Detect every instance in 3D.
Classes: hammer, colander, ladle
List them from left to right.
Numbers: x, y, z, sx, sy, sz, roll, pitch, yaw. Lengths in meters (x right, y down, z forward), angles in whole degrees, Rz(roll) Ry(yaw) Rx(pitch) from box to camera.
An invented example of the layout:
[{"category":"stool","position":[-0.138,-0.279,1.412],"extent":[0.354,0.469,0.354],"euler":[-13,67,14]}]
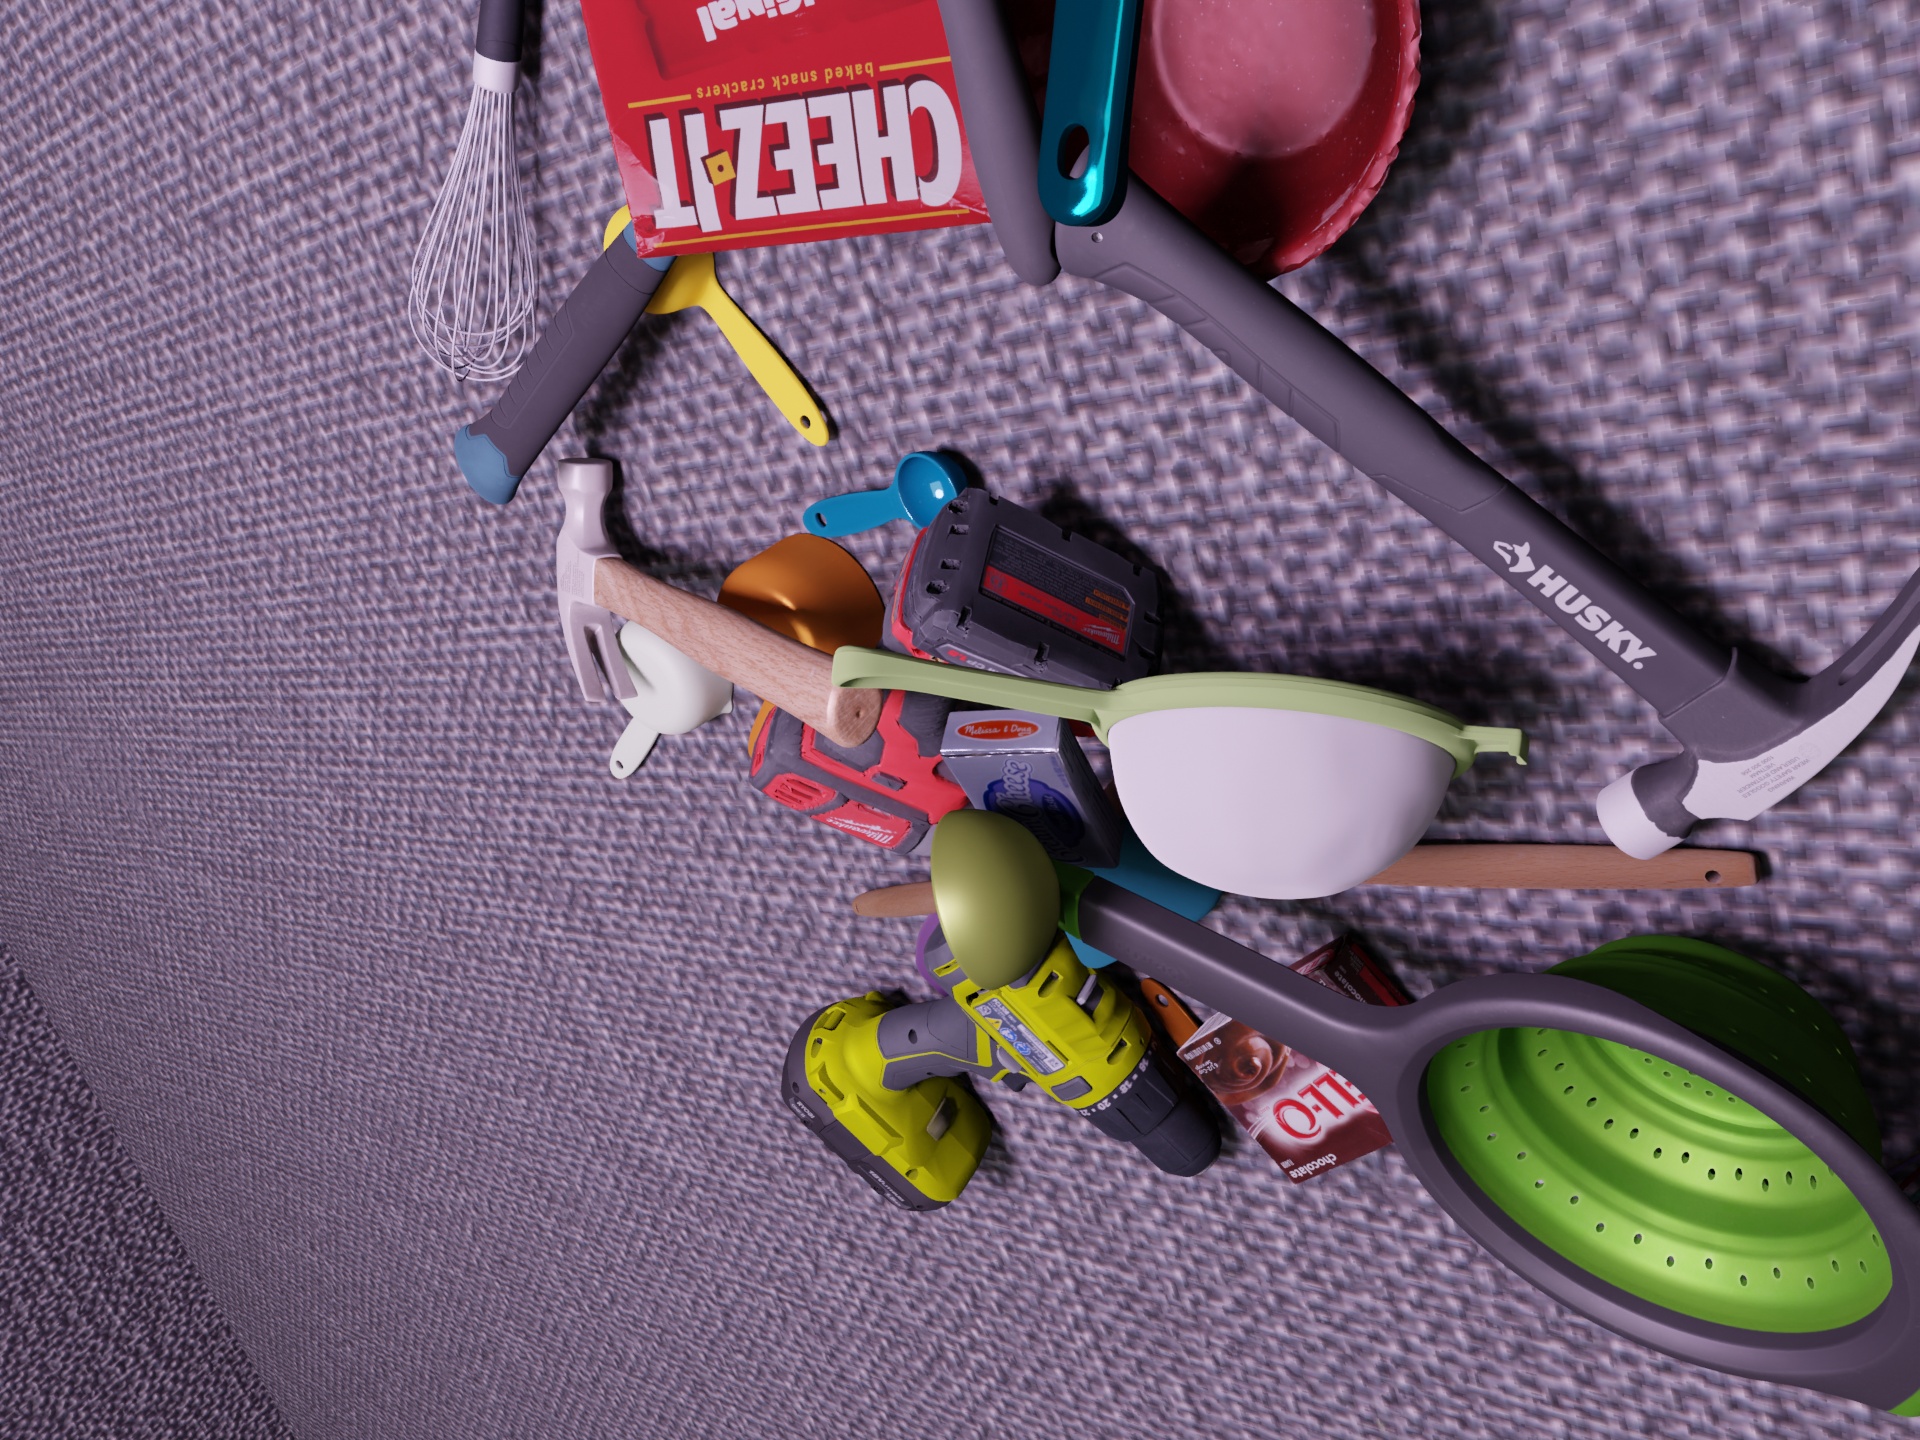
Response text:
[{"category":"hammer","position":[-0.158,-0.218,0.762],"extent":[0.128,0.033,0.331],"euler":[47,127,-4]},{"category":"hammer","position":[-0.135,-0.045,0.800],"extent":[0.332,0.031,0.130],"euler":[26,117,52]},{"category":"ladle","position":[-0.024,0.091,0.794],"extent":[0.320,0.062,0.078],"euler":[155,101,-71]},{"category":"hammer","position":[0.171,-0.088,0.555],"extent":[0.334,0.035,0.146],"euler":[38,139,-3]},{"category":"colander","position":[0.210,0.121,0.654],"extent":[0.397,0.094,0.204],"euler":[25,144,28]}]

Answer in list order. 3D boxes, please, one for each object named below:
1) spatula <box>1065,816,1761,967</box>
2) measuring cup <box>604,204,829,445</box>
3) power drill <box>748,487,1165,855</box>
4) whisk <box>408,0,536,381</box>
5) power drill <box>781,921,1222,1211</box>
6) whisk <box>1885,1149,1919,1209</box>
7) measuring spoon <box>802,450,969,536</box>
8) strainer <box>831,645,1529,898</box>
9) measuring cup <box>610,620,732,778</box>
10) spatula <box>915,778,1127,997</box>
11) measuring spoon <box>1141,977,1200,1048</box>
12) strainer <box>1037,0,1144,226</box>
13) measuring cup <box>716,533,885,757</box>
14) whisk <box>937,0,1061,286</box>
[{"category":"spatula","position":[0.177,0.071,0.698],"extent":[0.317,0.044,0.082],"euler":[-5,114,41]},{"category":"measuring cup","position":[-0.122,-0.194,0.790],"extent":[0.156,0.029,0.062],"euler":[51,137,6]},{"category":"power drill","position":[-0.001,-0.002,0.761],"extent":[0.143,0.079,0.219],"euler":[25,143,-15]},{"category":"whisk","position":[-0.237,-0.299,0.809],"extent":[0.070,0.070,0.284],"euler":[35,129,18]},{"category":"power drill","position":[0.019,0.201,0.893],"extent":[0.190,0.080,0.228],"euler":[46,136,-9]},{"category":"whisk","position":[0.381,0.155,0.579],"extent":[0.051,0.047,0.244],"euler":[8,126,-11]},{"category":"measuring spoon","position":[-0.036,-0.109,0.789],"extent":[0.129,0.021,0.042],"euler":[-3,114,52]},{"category":"strainer","position":[0.073,0.024,0.609],"extent":[0.151,0.256,0.069],"euler":[148,131,-70]},{"category":"measuring cup","position":[-0.196,-0.003,0.972],"extent":[0.083,0.038,0.167],"euler":[47,135,6]},{"category":"spatula","position":[0.049,0.073,0.828],"extent":[0.060,0.018,0.315],"euler":[42,137,4]},{"category":"measuring spoon","position":[0.135,0.180,0.832],"extent":[0.117,0.011,0.021],"euler":[50,138,8]},{"category":"strainer","position":[0.073,-0.320,0.463],"extent":[0.211,0.095,0.340],"euler":[19,113,32]},{"category":"measuring cup","position":[-0.103,-0.022,0.870],"extent":[0.095,0.052,0.173],"euler":[41,134,12]},{"category":"whisk","position":[-0.002,-0.264,0.544],"extent":[0.055,0.055,0.238],"euler":[6,126,38]}]
